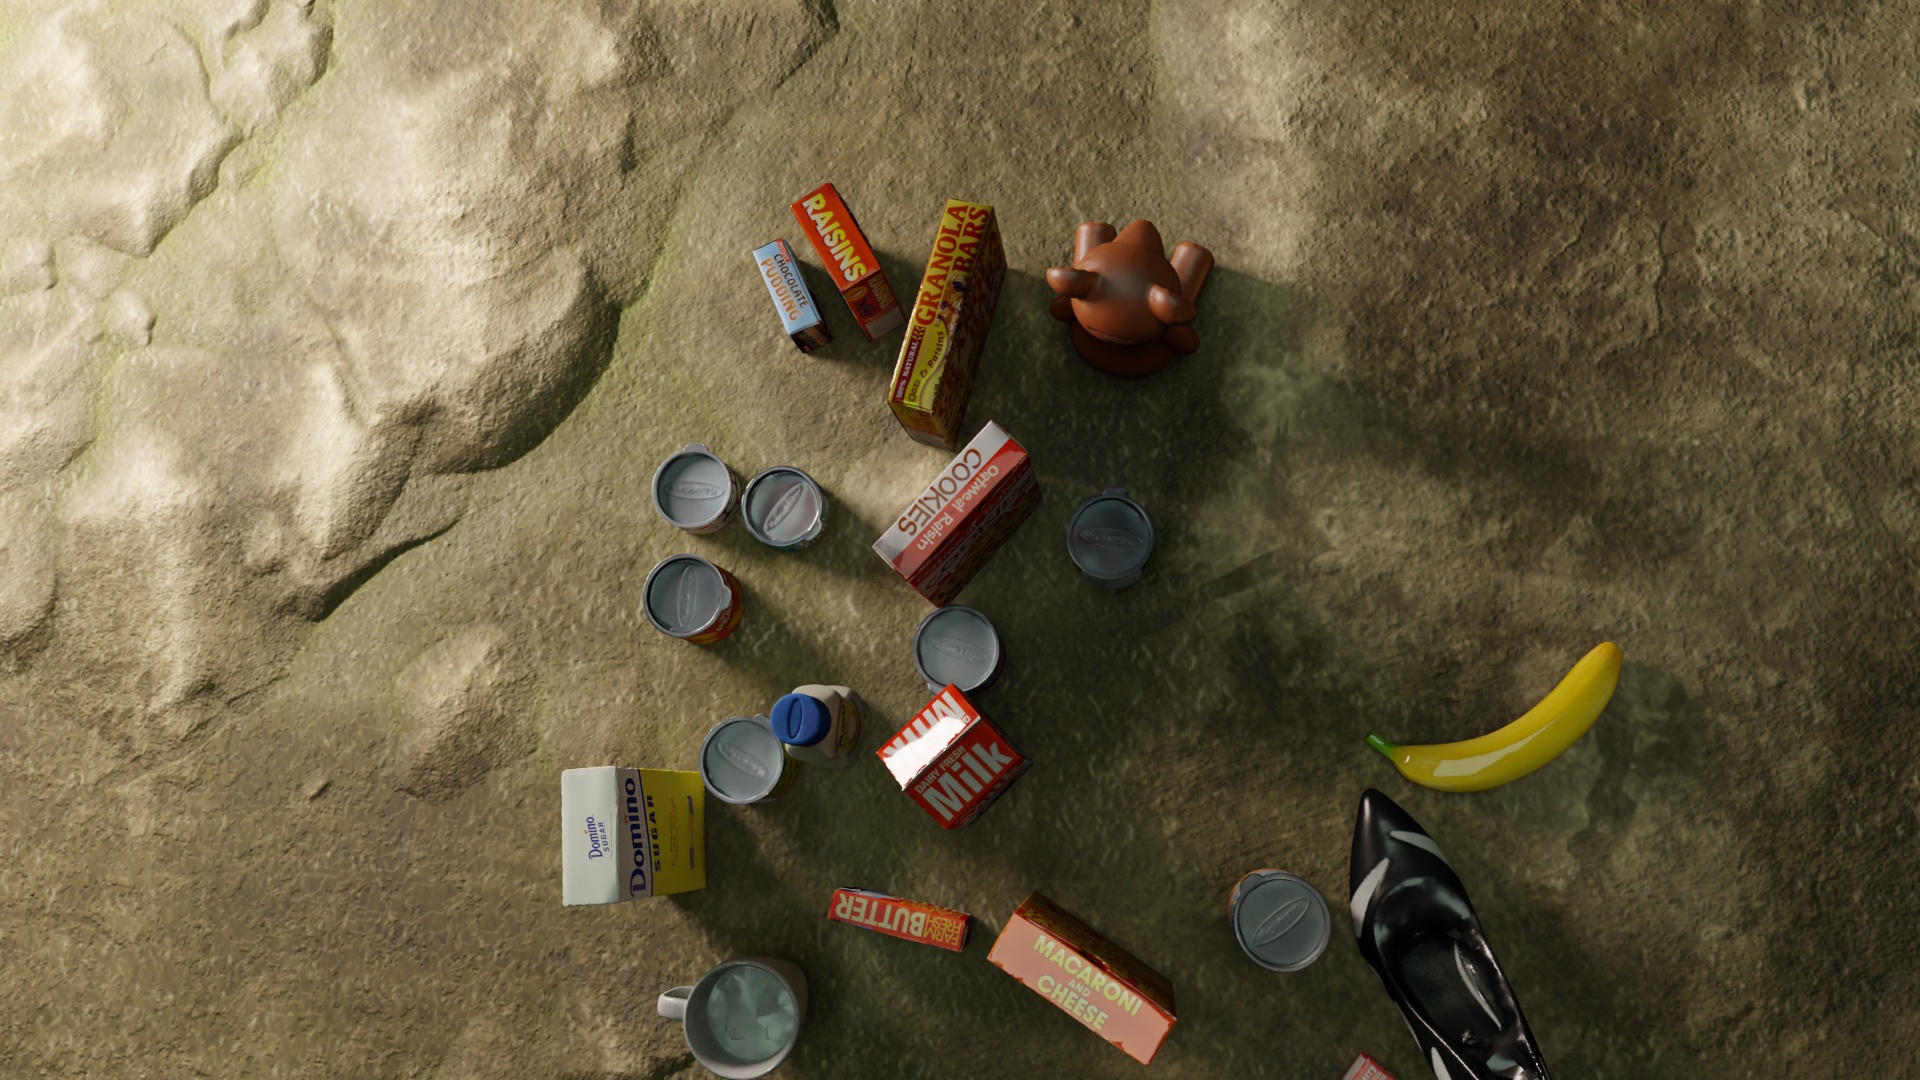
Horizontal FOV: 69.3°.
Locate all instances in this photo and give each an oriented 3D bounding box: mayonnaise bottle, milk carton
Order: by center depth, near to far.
[{"bbox_3d":[-0.002,0.154,0.988,0.072,0.190,0.073,-44,78,-2],"label":"milk carton"},{"bbox_3d":[-0.105,0.136,1.025,0.041,0.148,0.065,4,80,8],"label":"mayonnaise bottle"}]

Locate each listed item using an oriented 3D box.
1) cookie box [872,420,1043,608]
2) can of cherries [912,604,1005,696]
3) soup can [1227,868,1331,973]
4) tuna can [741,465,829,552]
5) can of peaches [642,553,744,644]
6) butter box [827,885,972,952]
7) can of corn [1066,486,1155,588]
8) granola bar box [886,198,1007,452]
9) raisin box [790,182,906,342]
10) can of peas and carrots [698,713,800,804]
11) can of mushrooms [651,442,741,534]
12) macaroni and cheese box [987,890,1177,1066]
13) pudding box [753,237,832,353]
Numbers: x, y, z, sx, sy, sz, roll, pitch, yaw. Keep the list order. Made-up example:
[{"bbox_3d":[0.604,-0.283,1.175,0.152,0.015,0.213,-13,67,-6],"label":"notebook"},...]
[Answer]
[{"bbox_3d":[0.004,-0.013,1.031,0.040,0.167,0.123,42,87,12],"label":"cookie box"},{"bbox_3d":[-0.002,0.088,1.068,0.071,0.058,0.071,-1,79,7],"label":"can of cherries"},{"bbox_3d":[0.225,0.267,0.994,0.071,0.083,0.071,-1,80,7],"label":"soup can"},{"bbox_3d":[-0.138,-0.023,1.118,0.071,0.033,0.071,-1,79,7],"label":"tuna can"},{"bbox_3d":[-0.208,0.048,1.100,0.071,0.058,0.071,-1,79,7],"label":"can of peaches"},{"bbox_3d":[-0.043,0.282,1.039,0.103,0.053,0.024,11,81,9],"label":"butter box"},{"bbox_3d":[0.117,-0.001,1.071,0.071,0.058,0.071,-1,79,7],"label":"can of corn"},{"bbox_3d":[-0.008,-0.165,1.083,0.039,0.124,0.165,15,82,9],"label":"granola bar box"},{"bbox_3d":[-0.086,-0.218,1.103,0.040,0.123,0.086,-30,78,1],"label":"raisin box"},{"bbox_3d":[-0.160,0.168,1.071,0.071,0.058,0.071,-1,79,7],"label":"can of peas and carrots"},{"bbox_3d":[-0.214,-0.042,1.131,0.071,0.033,0.071,-1,79,7],"label":"can of mushrooms"},{"bbox_3d":[0.087,0.297,0.962,0.124,0.166,0.040,31,85,11],"label":"macaroni and cheese box"},{"bbox_3d":[-0.137,-0.201,1.144,0.030,0.049,0.084,-25,78,2],"label":"pudding box"}]
